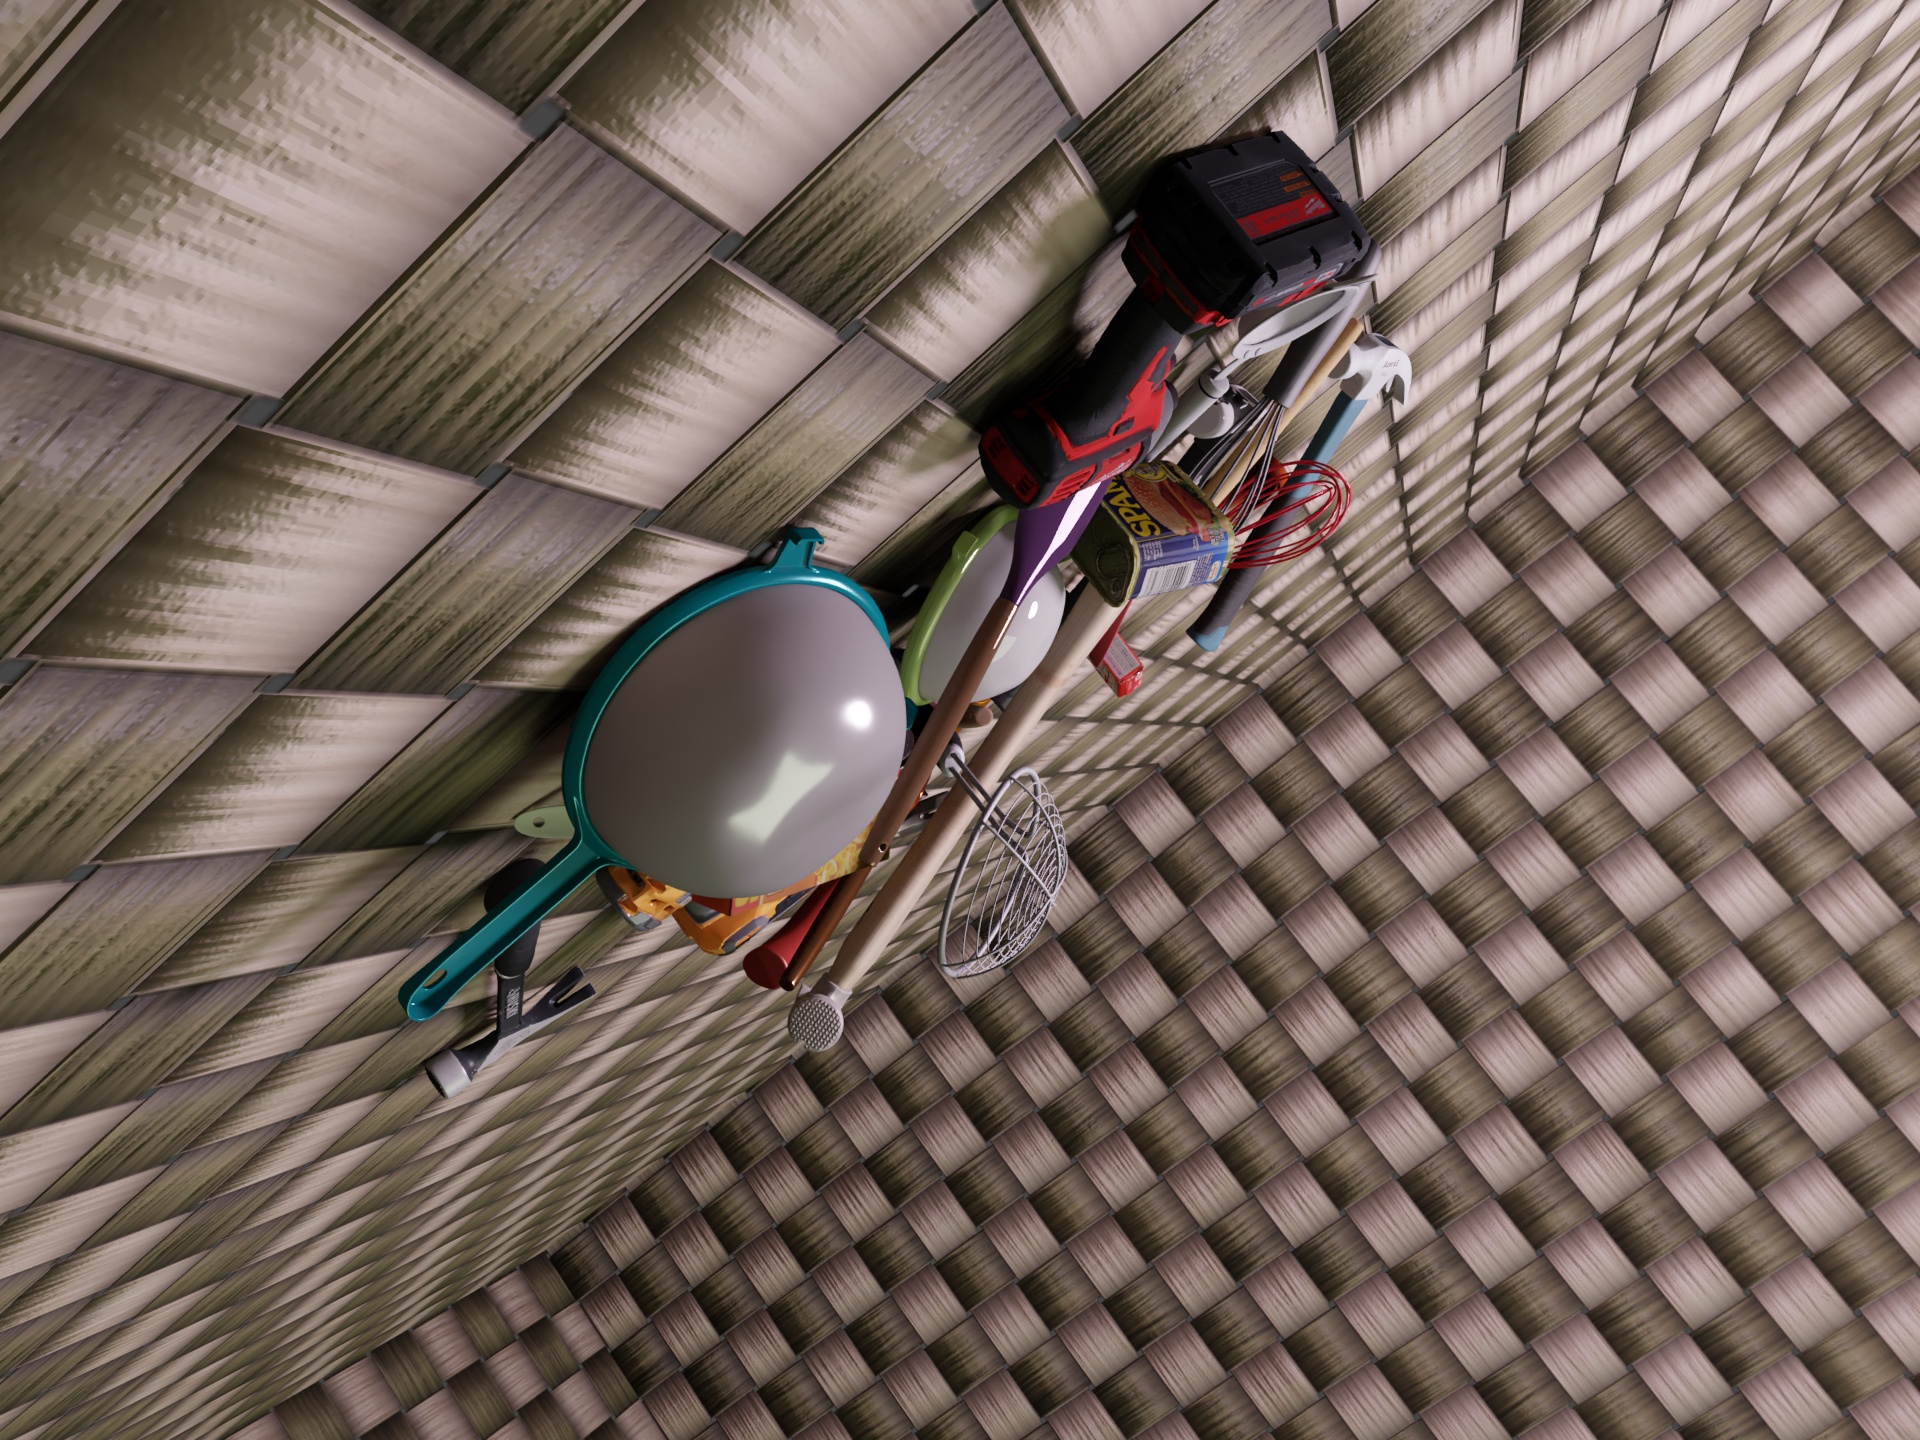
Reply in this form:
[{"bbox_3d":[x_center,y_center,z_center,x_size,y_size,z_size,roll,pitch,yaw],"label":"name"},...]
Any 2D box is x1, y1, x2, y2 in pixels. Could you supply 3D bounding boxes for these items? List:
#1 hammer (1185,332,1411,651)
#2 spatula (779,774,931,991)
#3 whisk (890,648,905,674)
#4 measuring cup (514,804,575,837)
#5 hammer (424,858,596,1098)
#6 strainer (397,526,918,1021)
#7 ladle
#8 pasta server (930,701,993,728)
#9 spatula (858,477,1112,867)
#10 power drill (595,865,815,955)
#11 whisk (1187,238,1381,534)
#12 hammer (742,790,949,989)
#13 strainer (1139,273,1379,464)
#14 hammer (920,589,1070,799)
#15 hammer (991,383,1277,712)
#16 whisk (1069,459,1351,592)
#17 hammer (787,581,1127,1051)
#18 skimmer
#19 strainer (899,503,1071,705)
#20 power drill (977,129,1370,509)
[{"bbox_3d":[0.280,-0.186,1.366,0.128,0.033,0.330,-17,145,-42],"label":"hammer"},{"bbox_3d":[-0.081,0.102,1.294,0.081,0.041,0.323,-40,-168,38],"label":"spatula"},{"bbox_3d":[-0.059,-0.035,1.080,0.070,0.070,0.284,-39,174,11],"label":"whisk"},{"bbox_3d":[-0.190,0.054,0.984,0.167,0.083,0.038,-3,-163,-16],"label":"measuring cup"},{"bbox_3d":[-0.330,0.187,1.190,0.149,0.036,0.408,-33,168,-28],"label":"hammer"},{"bbox_3d":[-0.151,0.066,0.866,0.340,0.095,0.210,-41,146,-10],"label":"strainer"},{"bbox_3d":[0.186,-0.165,1.171,0.315,0.031,0.069,-51,-173,21],"label":"ladle"},{"bbox_3d":[-0.002,-0.004,1.215,0.040,0.060,0.316,-5,-179,-9],"label":"pasta server"},{"bbox_3d":[0.016,-0.052,0.983,0.059,0.018,0.316,34,81,-38],"label":"spatula"},{"bbox_3d":[-0.168,0.097,1.227,0.185,0.084,0.226,-38,165,-5],"label":"power drill"},{"bbox_3d":[0.217,-0.220,1.087,0.239,0.055,0.055,-59,163,15],"label":"whisk"},{"bbox_3d":[-0.106,0.151,1.435,0.149,0.036,0.359,-22,-171,17],"label":"hammer"},{"bbox_3d":[0.170,-0.228,1.043,0.087,0.050,0.258,-20,166,-41],"label":"strainer"},{"bbox_3d":[0.004,-0.007,1.435,0.127,0.034,0.336,-30,166,-50],"label":"hammer"},{"bbox_3d":[0.124,-0.125,1.247,0.334,0.035,0.146,-51,164,29],"label":"hammer"},{"bbox_3d":[0.186,-0.132,1.302,0.296,0.073,0.073,-23,179,35],"label":"whisk"},{"bbox_3d":[0.003,0.056,1.165,0.410,0.038,0.146,-55,-178,-3],"label":"hammer"},{"bbox_3d":[-0.016,0.043,1.026,0.090,0.364,0.127,8,107,-20],"label":"skimmer"},{"bbox_3d":[0.049,-0.081,1.103,0.256,0.069,0.151,-37,154,-56],"label":"strainer"},{"bbox_3d":[0.110,-0.205,0.858,0.143,0.078,0.219,-29,169,-37],"label":"power drill"}]
